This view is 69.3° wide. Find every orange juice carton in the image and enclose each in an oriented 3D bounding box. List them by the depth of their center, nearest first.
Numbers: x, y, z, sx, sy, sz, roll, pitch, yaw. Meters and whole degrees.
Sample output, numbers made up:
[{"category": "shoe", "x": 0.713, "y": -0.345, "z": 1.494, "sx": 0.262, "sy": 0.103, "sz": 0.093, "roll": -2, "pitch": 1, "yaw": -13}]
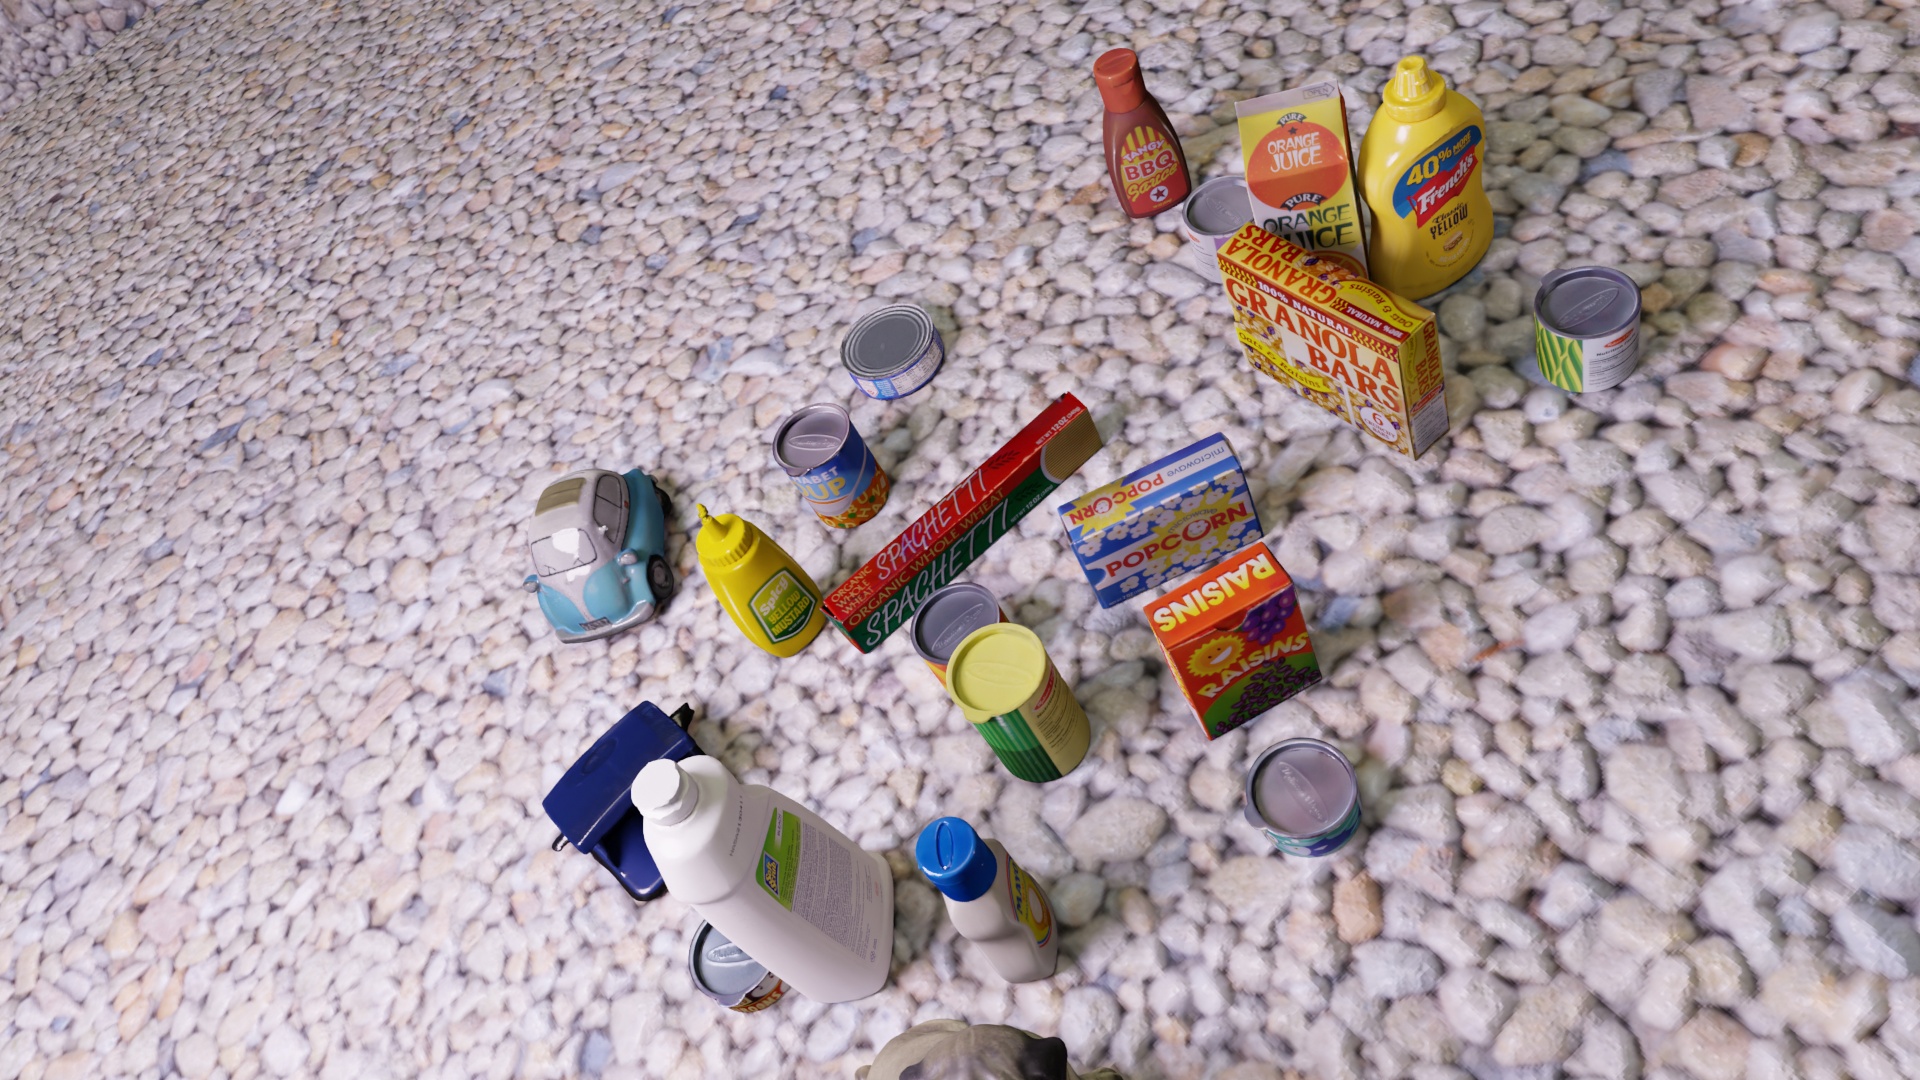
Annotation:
[{"category": "orange juice carton", "x": 0.254, "y": -0.254, "z": 1.019, "sx": 0.072, "sy": 0.192, "sz": 0.073, "roll": -7, "pitch": 54, "yaw": 20}]

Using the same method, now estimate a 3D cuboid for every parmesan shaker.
[{"category": "parmesan shaker", "x": 0.038, "y": 0.110, "z": 0.904, "sx": 0.071, "sy": 0.102, "sz": 0.071, "roll": -12, "pitch": 52, "yaw": 16}]

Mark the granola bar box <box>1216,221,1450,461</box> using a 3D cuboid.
[{"category": "granola bar box", "x": 0.260, "y": -0.140, "z": 0.977, "sx": 0.039, "sy": 0.123, "sz": 0.166, "roll": -42, "pitch": 50, "yaw": -9}]

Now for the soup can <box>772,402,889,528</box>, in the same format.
[{"category": "soup can", "x": -0.103, "y": -0.056, "z": 1.101, "sx": 0.071, "sy": 0.083, "sz": 0.072, "roll": -12, "pitch": 52, "yaw": 16}]

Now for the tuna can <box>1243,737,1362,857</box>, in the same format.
[{"category": "tuna can", "x": 0.206, "y": 0.157, "z": 0.841, "sx": 0.071, "sy": 0.032, "sz": 0.071, "roll": -12, "pitch": 52, "yaw": 16}]

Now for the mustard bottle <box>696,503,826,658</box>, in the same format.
[{"category": "mustard bottle", "x": -0.154, "y": 0.025, "z": 1.014, "sx": 0.049, "sy": 0.159, "sz": 0.065, "roll": 32, "pitch": 73, "yaw": 38}]

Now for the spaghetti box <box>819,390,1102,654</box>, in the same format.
[{"category": "spaghetti box", "x": 0.004, "y": -0.013, "z": 1.045, "sx": 0.250, "sy": 0.050, "sz": 0.029, "roll": -41, "pitch": 50, "yaw": -9}]

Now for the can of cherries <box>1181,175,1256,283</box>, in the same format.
[{"category": "can of cherries", "x": 0.220, "y": -0.251, "z": 1.120, "sx": 0.071, "sy": 0.058, "sz": 0.072, "roll": -12, "pitch": 52, "yaw": 16}]

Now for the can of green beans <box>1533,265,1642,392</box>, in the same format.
[{"category": "can of green beans", "x": 0.428, "y": -0.144, "z": 0.949, "sx": 0.071, "sy": 0.057, "sz": 0.071, "roll": -12, "pitch": 52, "yaw": 16}]

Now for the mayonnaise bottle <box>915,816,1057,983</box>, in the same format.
[{"category": "mayonnaise bottle", "x": 0.017, "y": 0.207, "z": 0.812, "sx": 0.041, "sy": 0.147, "sz": 0.065, "roll": -16, "pitch": 51, "yaw": 13}]

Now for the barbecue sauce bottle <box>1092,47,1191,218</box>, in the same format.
[{"category": "barbecue sauce bottle", "x": 0.147, "y": -0.340, "z": 1.158, "sx": 0.065, "sy": 0.148, "sz": 0.044, "roll": -22, "pitch": 50, "yaw": 8}]

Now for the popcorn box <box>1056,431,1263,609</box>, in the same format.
[{"category": "popcorn box", "x": 0.139, "y": -0.013, "z": 0.961, "sx": 0.127, "sy": 0.085, "sz": 0.038, "roll": -25, "pitch": 50, "yaw": 5}]

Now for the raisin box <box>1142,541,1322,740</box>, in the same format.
[{"category": "raisin box", "x": 0.171, "y": 0.065, "z": 0.865, "sx": 0.086, "sy": 0.123, "sz": 0.040, "roll": -29, "pitch": 49, "yaw": 2}]

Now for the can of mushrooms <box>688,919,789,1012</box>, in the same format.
[{"category": "can of mushrooms", "x": -0.141, "y": 0.274, "z": 0.908, "sx": 0.071, "sy": 0.033, "sz": 0.071, "roll": -12, "pitch": 52, "yaw": 16}]

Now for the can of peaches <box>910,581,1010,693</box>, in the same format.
[{"category": "can of peaches", "x": 0.007, "y": 0.073, "z": 0.974, "sx": 0.071, "sy": 0.058, "sz": 0.071, "roll": -12, "pitch": 52, "yaw": 16}]
